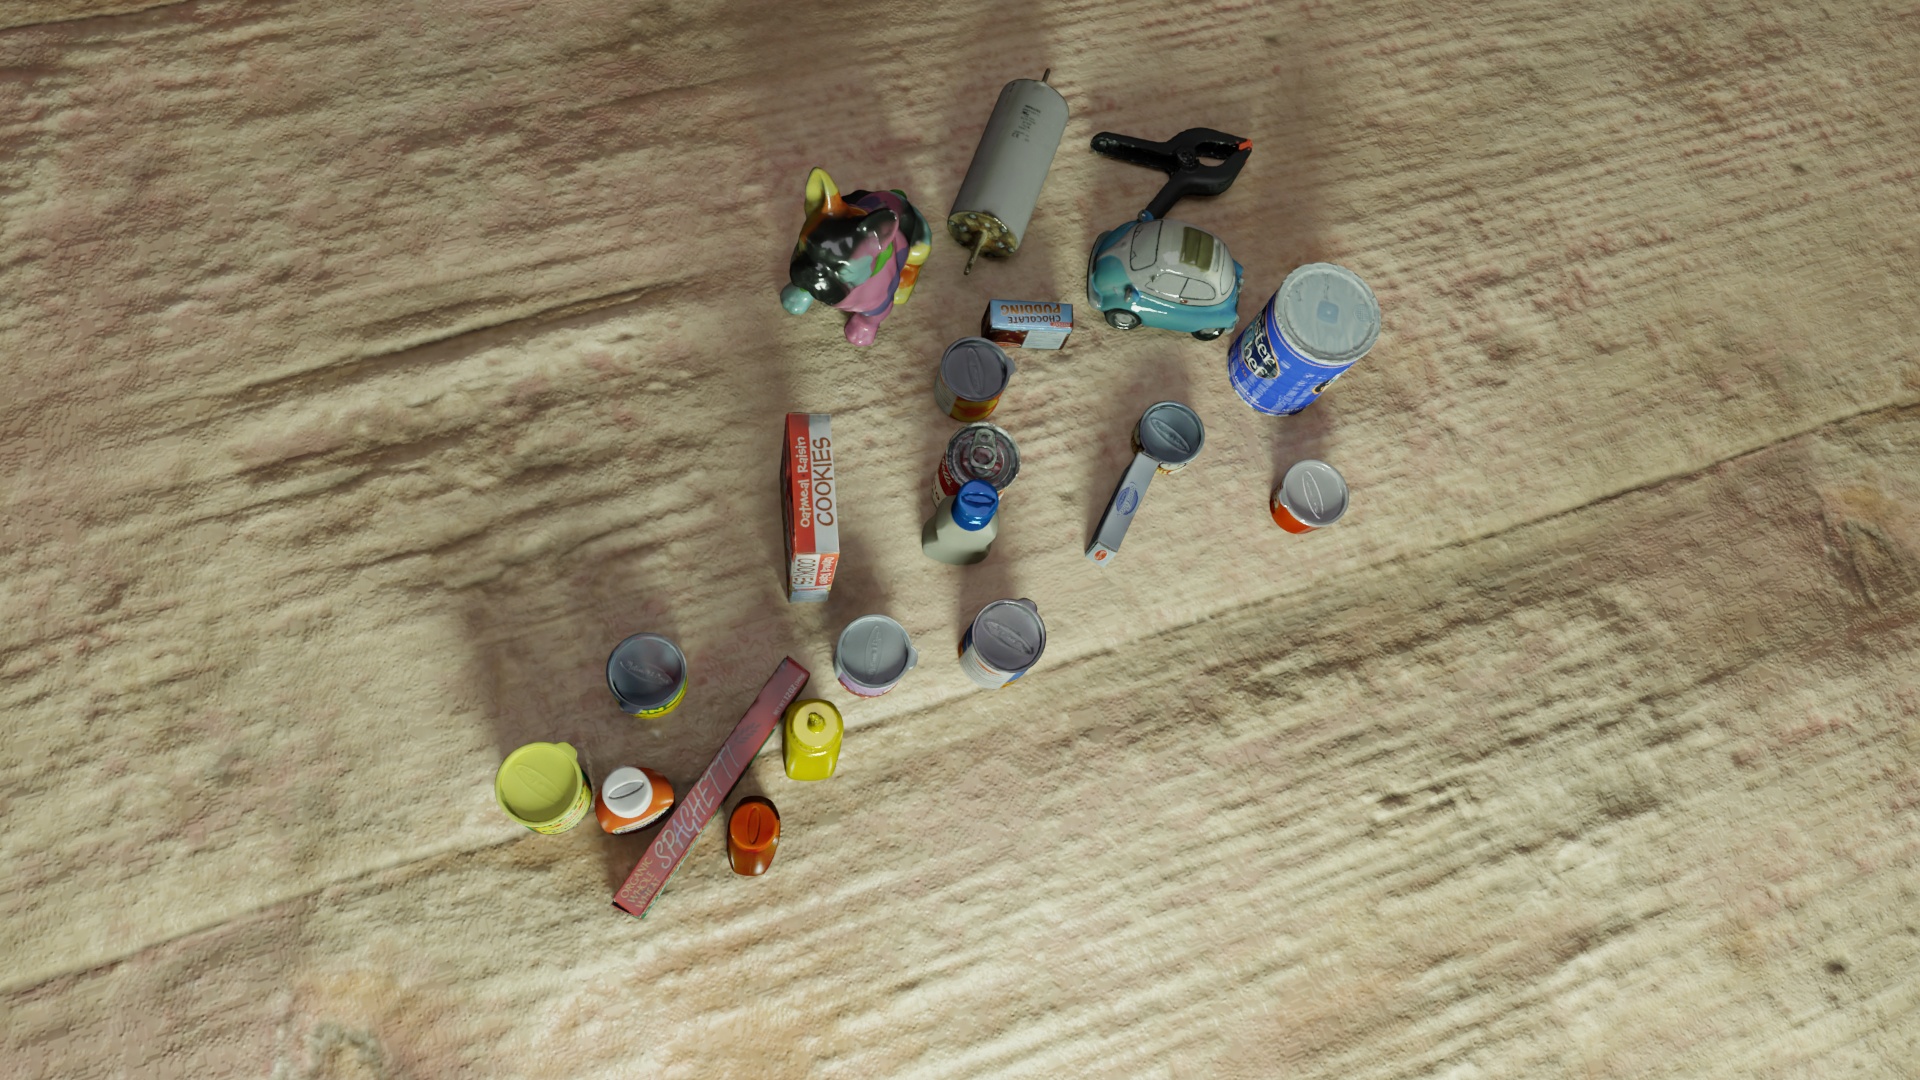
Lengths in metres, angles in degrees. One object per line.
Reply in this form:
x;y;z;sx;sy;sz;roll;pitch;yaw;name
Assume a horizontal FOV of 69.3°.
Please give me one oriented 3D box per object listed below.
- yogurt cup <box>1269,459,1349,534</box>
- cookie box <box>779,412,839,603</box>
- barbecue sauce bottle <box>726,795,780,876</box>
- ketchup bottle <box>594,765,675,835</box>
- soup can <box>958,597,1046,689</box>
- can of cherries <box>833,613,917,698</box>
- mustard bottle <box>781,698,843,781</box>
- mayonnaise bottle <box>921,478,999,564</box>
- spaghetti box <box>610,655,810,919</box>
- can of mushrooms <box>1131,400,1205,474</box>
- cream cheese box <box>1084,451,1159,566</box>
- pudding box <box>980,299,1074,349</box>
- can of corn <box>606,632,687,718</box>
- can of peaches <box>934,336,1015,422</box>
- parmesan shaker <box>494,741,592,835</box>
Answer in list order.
0.335;-0.039;1.346;0.072;0.053;0.072;3;73;-9;yogurt cup
-0.134;-0.025;1.205;0.040;0.167;0.123;-3;74;-10;cookie box
-0.168;0.238;1.130;0.044;0.148;0.065;5;73;-8;barbecue sauce bottle
-0.266;0.208;1.123;0.065;0.148;0.043;-22;78;-14;ketchup bottle
0.038;0.092;1.242;0.071;0.083;0.071;3;73;-9;soup can
-0.076;0.105;1.233;0.071;0.058;0.071;3;73;-9;can of cherries
-0.123;0.162;1.154;0.049;0.159;0.065;0;74;-9;mustard bottle
0.004;-0.015;1.235;0.065;0.147;0.041;7;73;-7;mayonnaise bottle
-0.210;0.210;1.183;0.029;0.050;0.251;34;71;2;spaghetti box
0.200;-0.098;1.352;0.071;0.033;0.071;3;73;-9;can of mushrooms
0.152;-0.029;1.313;0.024;0.053;0.104;27;71;-1;cream cheese box
0.065;-0.210;1.355;0.084;0.049;0.030;1;74;-9;pudding box
-0.270;0.120;1.196;0.071;0.058;0.071;3;73;-9;can of corn
0.013;-0.153;1.325;0.071;0.058;0.071;3;73;-9;can of peaches
-0.337;0.203;1.137;0.071;0.102;0.071;3;73;-9;parmesan shaker
